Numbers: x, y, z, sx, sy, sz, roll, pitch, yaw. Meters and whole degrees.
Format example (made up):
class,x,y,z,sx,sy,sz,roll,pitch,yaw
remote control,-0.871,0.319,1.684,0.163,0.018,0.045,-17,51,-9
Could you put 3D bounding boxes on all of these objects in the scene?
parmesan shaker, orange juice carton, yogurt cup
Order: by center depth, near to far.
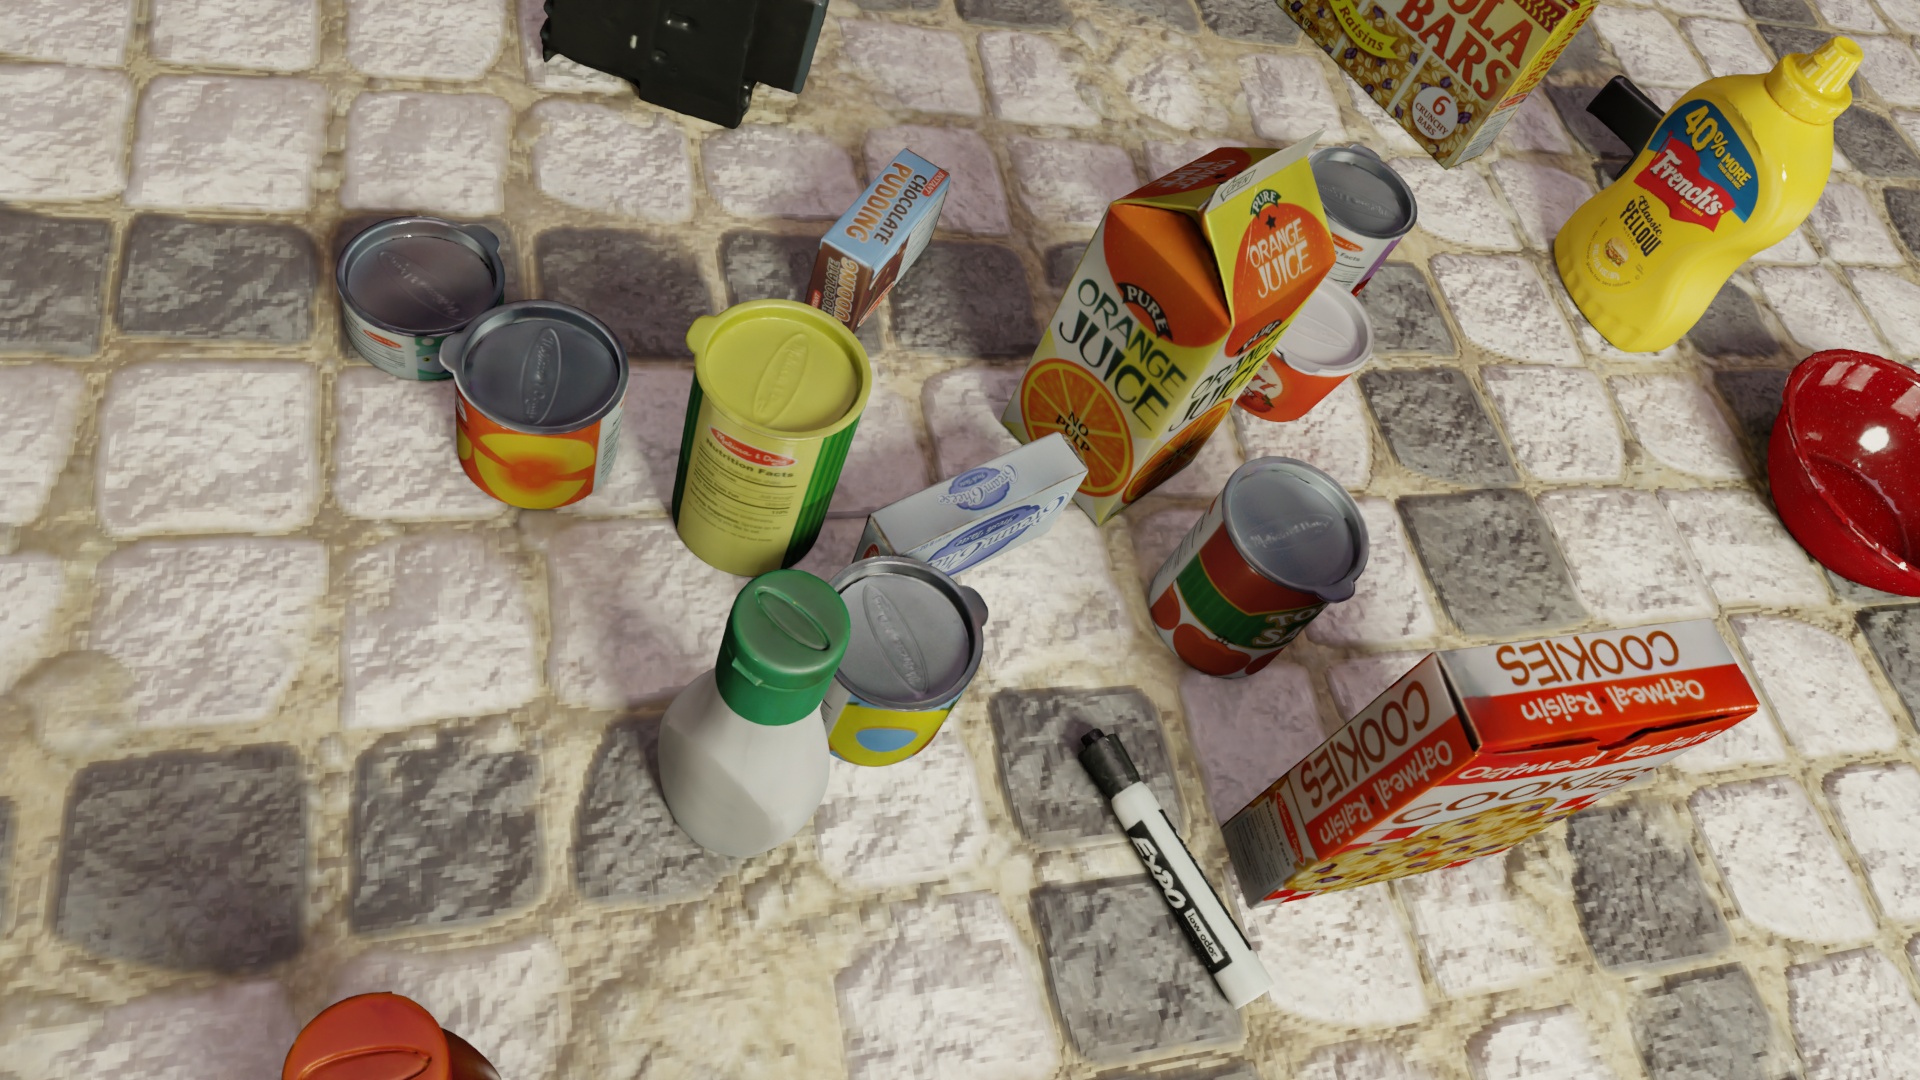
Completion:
class,x,y,z,sx,sy,sz,roll,pitch,yaw
parmesan shaker,-0.081,-0.040,0.557,0.071,0.102,0.071,8,57,-13
orange juice carton,0.091,-0.095,0.594,0.072,0.191,0.073,-33,73,-32
yogurt cup,0.167,-0.097,0.705,0.072,0.053,0.073,8,57,-13

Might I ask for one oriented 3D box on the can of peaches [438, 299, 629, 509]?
class,x,y,z,sx,sy,sz,roll,pitch,yaw
can of peaches,-0.173,-0.055,0.564,0.071,0.057,0.071,8,57,-13

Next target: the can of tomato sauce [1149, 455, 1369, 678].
class,x,y,z,sx,sy,sz,roll,pitch,yaw
can of tomato sauce,0.129,0.015,0.604,0.071,0.082,0.071,8,57,-13

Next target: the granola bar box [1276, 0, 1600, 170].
class,x,y,z,sx,sy,sz,roll,pitch,yaw
granola bar box,0.284,-0.329,0.847,0.039,0.123,0.166,-28,71,-30

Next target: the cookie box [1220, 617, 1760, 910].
class,x,y,z,sx,sy,sz,roll,pitch,yaw
cookie box,0.192,0.089,0.526,0.123,0.166,0.040,-5,61,-21

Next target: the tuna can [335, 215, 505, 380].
class,x,y,z,sx,sy,sz,roll,pitch,yaw
tuna can,-0.227,-0.105,0.593,0.071,0.032,0.071,8,57,-13

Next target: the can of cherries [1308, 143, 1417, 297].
class,x,y,z,sx,sy,sz,roll,pitch,yaw
can of cherries,0.207,-0.173,0.764,0.071,0.058,0.072,8,57,-13

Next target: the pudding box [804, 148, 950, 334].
class,x,y,z,sx,sy,sz,roll,pitch,yaw
pudding box,-0.039,-0.144,0.670,0.030,0.049,0.084,31,55,2

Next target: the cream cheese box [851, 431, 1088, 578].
class,x,y,z,sx,sy,sz,roll,pitch,yaw
cream cheese box,0.002,-0.007,0.595,0.104,0.053,0.024,-25,70,-29

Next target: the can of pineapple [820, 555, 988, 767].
class,x,y,z,sx,sy,sz,roll,pitch,yaw
can of pineapple,-0.028,0.048,0.547,0.071,0.057,0.071,8,57,-13

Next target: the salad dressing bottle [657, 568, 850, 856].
class,x,y,z,sx,sy,sz,roll,pitch,yaw
salad dressing bottle,-0.069,0.061,0.470,0.064,0.147,0.044,40,56,8

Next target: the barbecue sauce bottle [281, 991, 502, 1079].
class,x,y,z,sx,sy,sz,roll,pitch,yaw
barbecue sauce bottle,-0.157,0.159,0.379,0.065,0.147,0.044,-3,60,-20
